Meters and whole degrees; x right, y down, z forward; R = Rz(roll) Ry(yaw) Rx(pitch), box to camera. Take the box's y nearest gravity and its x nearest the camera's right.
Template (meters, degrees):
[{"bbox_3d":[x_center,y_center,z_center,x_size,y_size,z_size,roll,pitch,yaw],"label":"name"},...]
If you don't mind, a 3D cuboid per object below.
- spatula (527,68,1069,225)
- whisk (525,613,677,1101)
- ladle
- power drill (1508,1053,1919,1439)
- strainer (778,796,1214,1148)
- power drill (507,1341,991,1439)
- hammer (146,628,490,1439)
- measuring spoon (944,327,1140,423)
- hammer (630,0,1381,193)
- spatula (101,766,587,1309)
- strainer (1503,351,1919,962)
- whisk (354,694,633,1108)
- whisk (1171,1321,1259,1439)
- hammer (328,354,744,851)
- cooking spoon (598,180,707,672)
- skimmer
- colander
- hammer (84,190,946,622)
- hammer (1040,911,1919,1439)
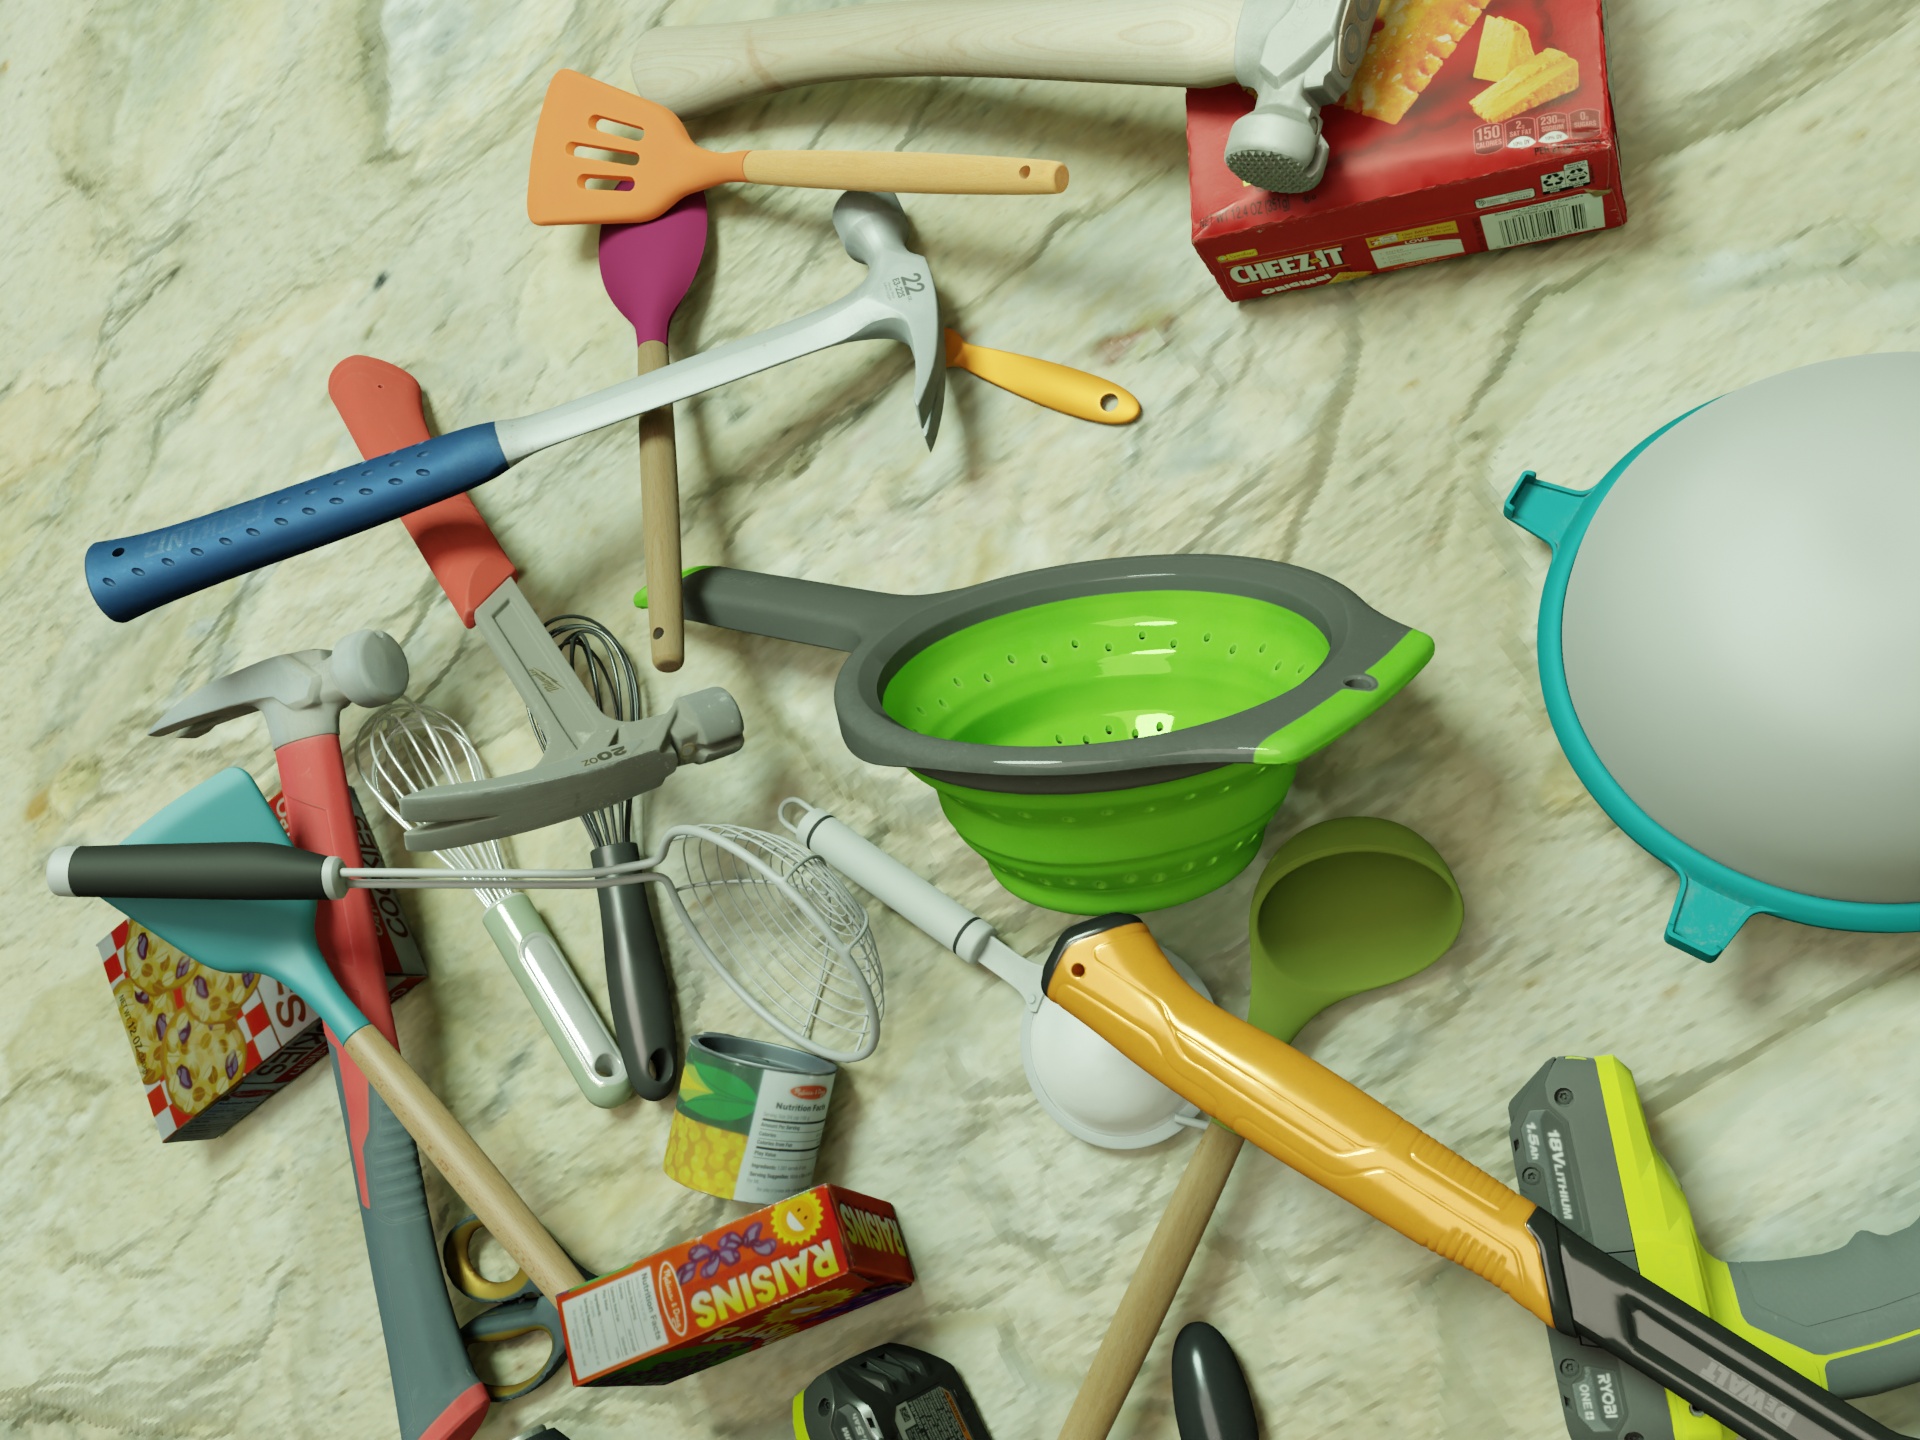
[{"bbox_3d":[-0.087,-0.260,0.742,0.323,0.041,0.081,17,97,37],"label":"spatula"},{"bbox_3d":[-0.168,0.063,0.762,0.055,0.055,0.239,-18,77,21],"label":"whisk"},{"bbox_3d":[0.095,0.183,0.602,0.078,0.062,0.320,26,89,-14],"label":"ladle"},{"bbox_3d":[0.302,0.159,0.517,0.223,0.080,0.171,-12,76,18],"label":"power drill"},{"bbox_3d":[0.011,0.100,0.678,0.259,0.050,0.087,32,95,29],"label":"strainer"},{"bbox_3d":[-0.092,0.355,0.658,0.228,0.080,0.191,-36,69,18],"label":"power drill"},{"bbox_3d":[-0.301,0.159,0.768,0.143,0.038,0.386,-17,81,20],"label":"hammer"},{"bbox_3d":[0.031,-0.159,0.730,0.117,0.011,0.021,25,91,26],"label":"measuring spoon"},{"bbox_3d":[-0.004,-0.315,0.714,0.411,0.038,0.146,16,89,38],"label":"hammer"},{"bbox_3d":[-0.257,0.159,0.708,0.082,0.044,0.318,-41,76,-18],"label":"spatula"},{"bbox_3d":[0.360,-0.061,0.507,0.340,0.095,0.211,-18,66,16],"label":"strainer"},{"bbox_3d":[-0.229,0.086,0.786,0.246,0.058,0.059,53,139,18],"label":"whisk"},{"bbox_3d":[0.117,0.367,0.573,0.070,0.070,0.285,-20,68,20],"label":"whisk"},{"bbox_3d":[-0.249,-0.077,0.770,0.359,0.149,0.036,48,143,37],"label":"hammer"},{"bbox_3d":[-0.148,-0.161,0.772,0.069,0.017,0.319,-20,59,19],"label":"cooking spoon"},{"bbox_3d":[-0.213,0.092,0.679,0.363,0.127,0.090,1,49,-2],"label":"skimmer"},{"bbox_3d":[-0.001,-0.002,0.671,0.397,0.204,0.094,12,122,41],"label":"colander"},{"bbox_3d":[-0.199,-0.127,0.730,0.405,0.035,0.144,-20,61,-2],"label":"hammer"},{"bbox_3d":[0.162,0.168,0.507,0.337,0.034,0.127,31,93,26],"label":"hammer"}]
